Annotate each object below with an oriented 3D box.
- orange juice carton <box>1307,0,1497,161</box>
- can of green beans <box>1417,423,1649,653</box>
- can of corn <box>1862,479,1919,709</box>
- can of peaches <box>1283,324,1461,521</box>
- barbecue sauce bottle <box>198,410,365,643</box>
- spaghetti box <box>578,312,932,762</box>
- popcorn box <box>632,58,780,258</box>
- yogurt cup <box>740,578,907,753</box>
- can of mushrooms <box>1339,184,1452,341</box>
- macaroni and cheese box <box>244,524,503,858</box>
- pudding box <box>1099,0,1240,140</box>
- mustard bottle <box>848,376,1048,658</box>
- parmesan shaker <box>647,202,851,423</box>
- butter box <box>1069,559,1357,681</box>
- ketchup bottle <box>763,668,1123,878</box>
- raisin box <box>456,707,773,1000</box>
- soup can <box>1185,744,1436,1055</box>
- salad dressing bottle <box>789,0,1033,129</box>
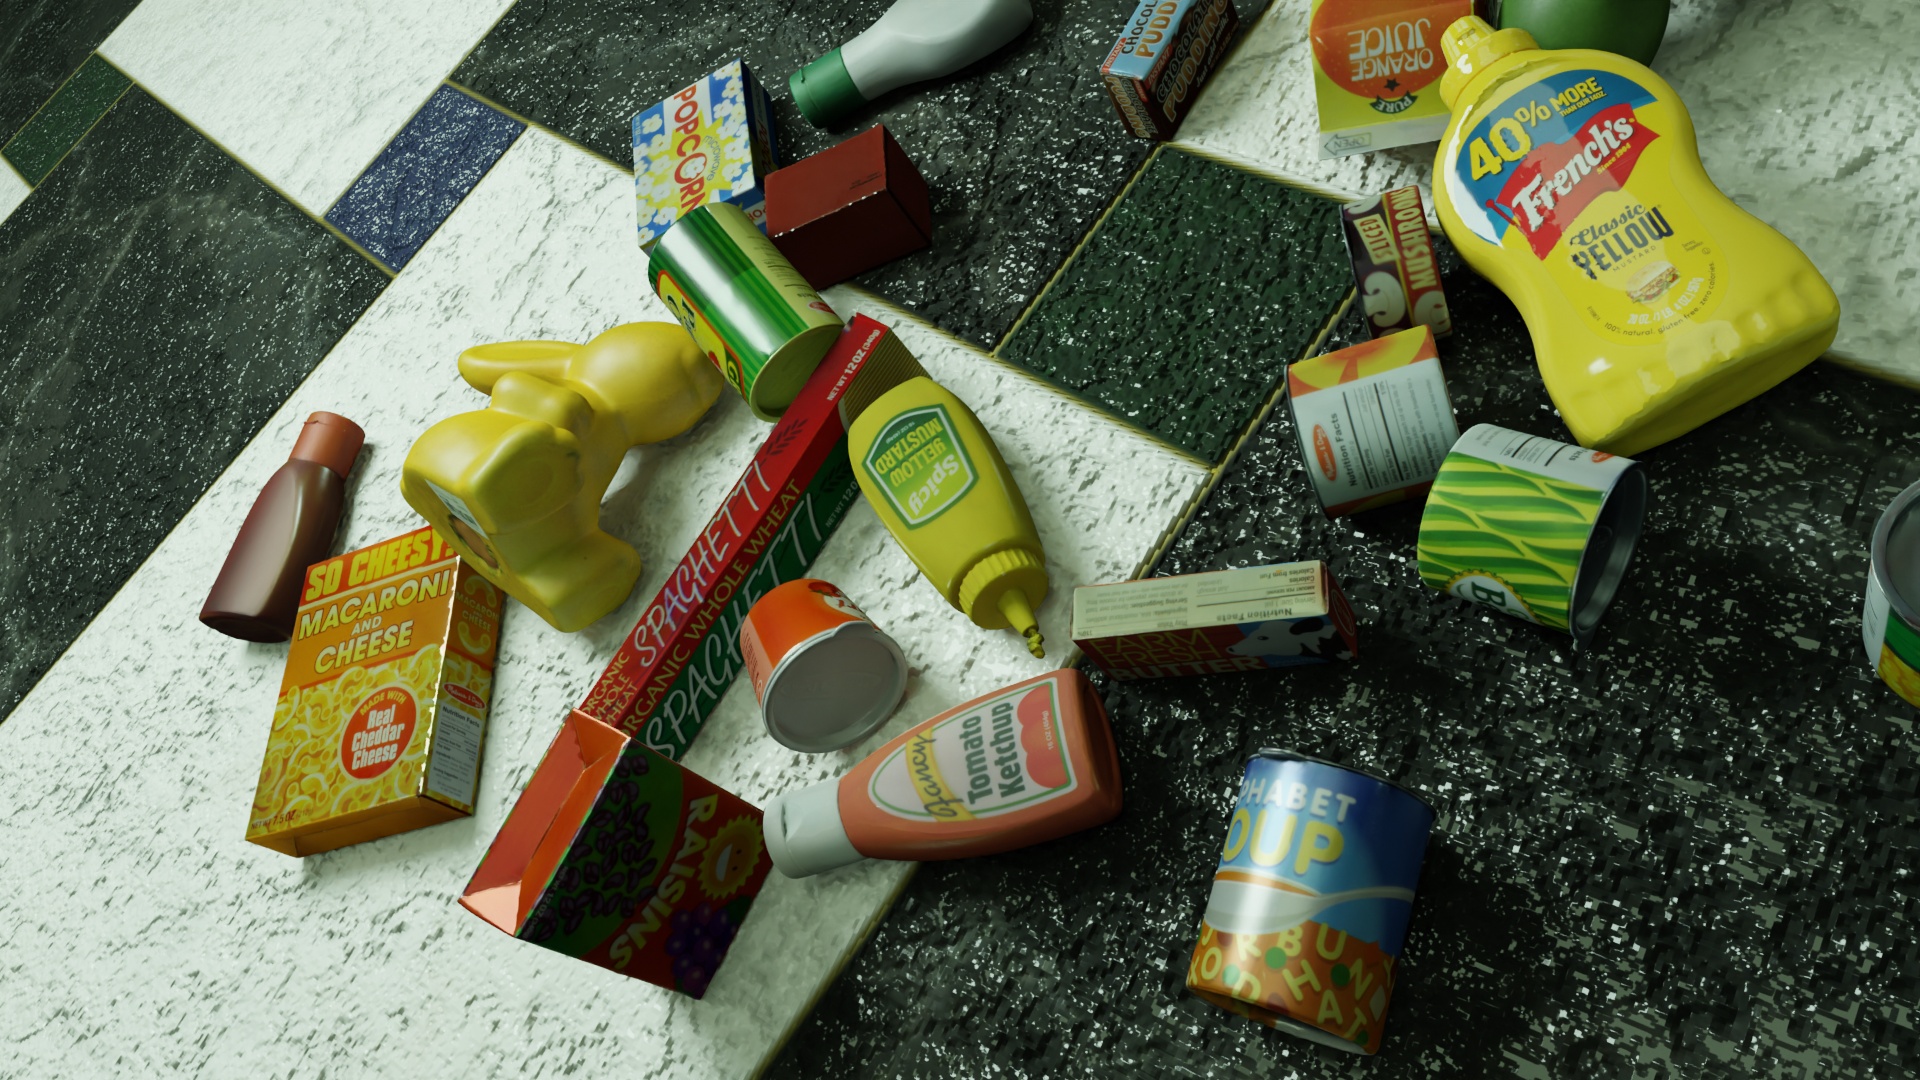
[{"bbox_3d":[0.211,-0.258,0.652,0.072,0.073,0.193,-1,62,27],"label":"orange juice carton"},{"bbox_3d":[0.208,-0.004,0.505,0.058,0.071,0.071,21,74,37],"label":"can of green beans"},{"bbox_3d":[0.323,0.019,0.431,0.071,0.058,0.071,-14,56,22],"label":"can of corn"},{"bbox_3d":[0.167,-0.048,0.555,0.058,0.071,0.071,-16,56,21],"label":"can of peaches"},{"bbox_3d":[-0.420,-0.011,0.873,0.065,0.043,0.149,-3,60,28],"label":"barbecue sauce bottle"},{"bbox_3d":[-0.099,0.003,0.681,0.029,0.050,0.250,24,76,38],"label":"spaghetti box"},{"bbox_3d":[-0.157,-0.231,0.862,0.085,0.038,0.127,-23,54,15],"label":"popcorn box"},{"bbox_3d":[-0.065,0.054,0.624,0.072,0.072,0.054,-42,43,1],"label":"yogurt cup"},{"bbox_3d":[0.182,-0.114,0.582,0.033,0.071,0.071,-13,57,21],"label":"can of mushrooms"},{"bbox_3d":[-0.316,0.079,0.763,0.123,0.040,0.167,-16,56,20],"label":"macaroni and cheese box"},{"bbox_3d":[0.109,-0.257,0.722,0.030,0.049,0.084,21,74,35],"label":"pudding box"},{"bbox_3d":[0.002,-0.008,0.632,0.065,0.048,0.161,-38,51,6],"label":"mustard bottle"},{"bbox_3d":[-0.109,-0.119,0.730,0.071,0.071,0.103,-42,67,1],"label":"parmesan shaker"},{"bbox_3d":[0.100,0.033,0.551,0.103,0.053,0.024,-8,62,26],"label":"butter box"},{"bbox_3d":[-0.009,0.104,0.575,0.148,0.043,0.065,-21,54,18],"label":"ketchup bottle"},{"bbox_3d":[-0.134,0.133,0.575,0.040,0.123,0.086,16,71,34],"label":"raisin box"},{"bbox_3d":[0.118,0.122,0.475,0.071,0.071,0.084,8,67,33],"label":"soup can"},{"bbox_3d":[-0.031,-0.296,0.829,0.147,0.044,0.064,-23,55,17],"label":"salad dressing bottle"}]
